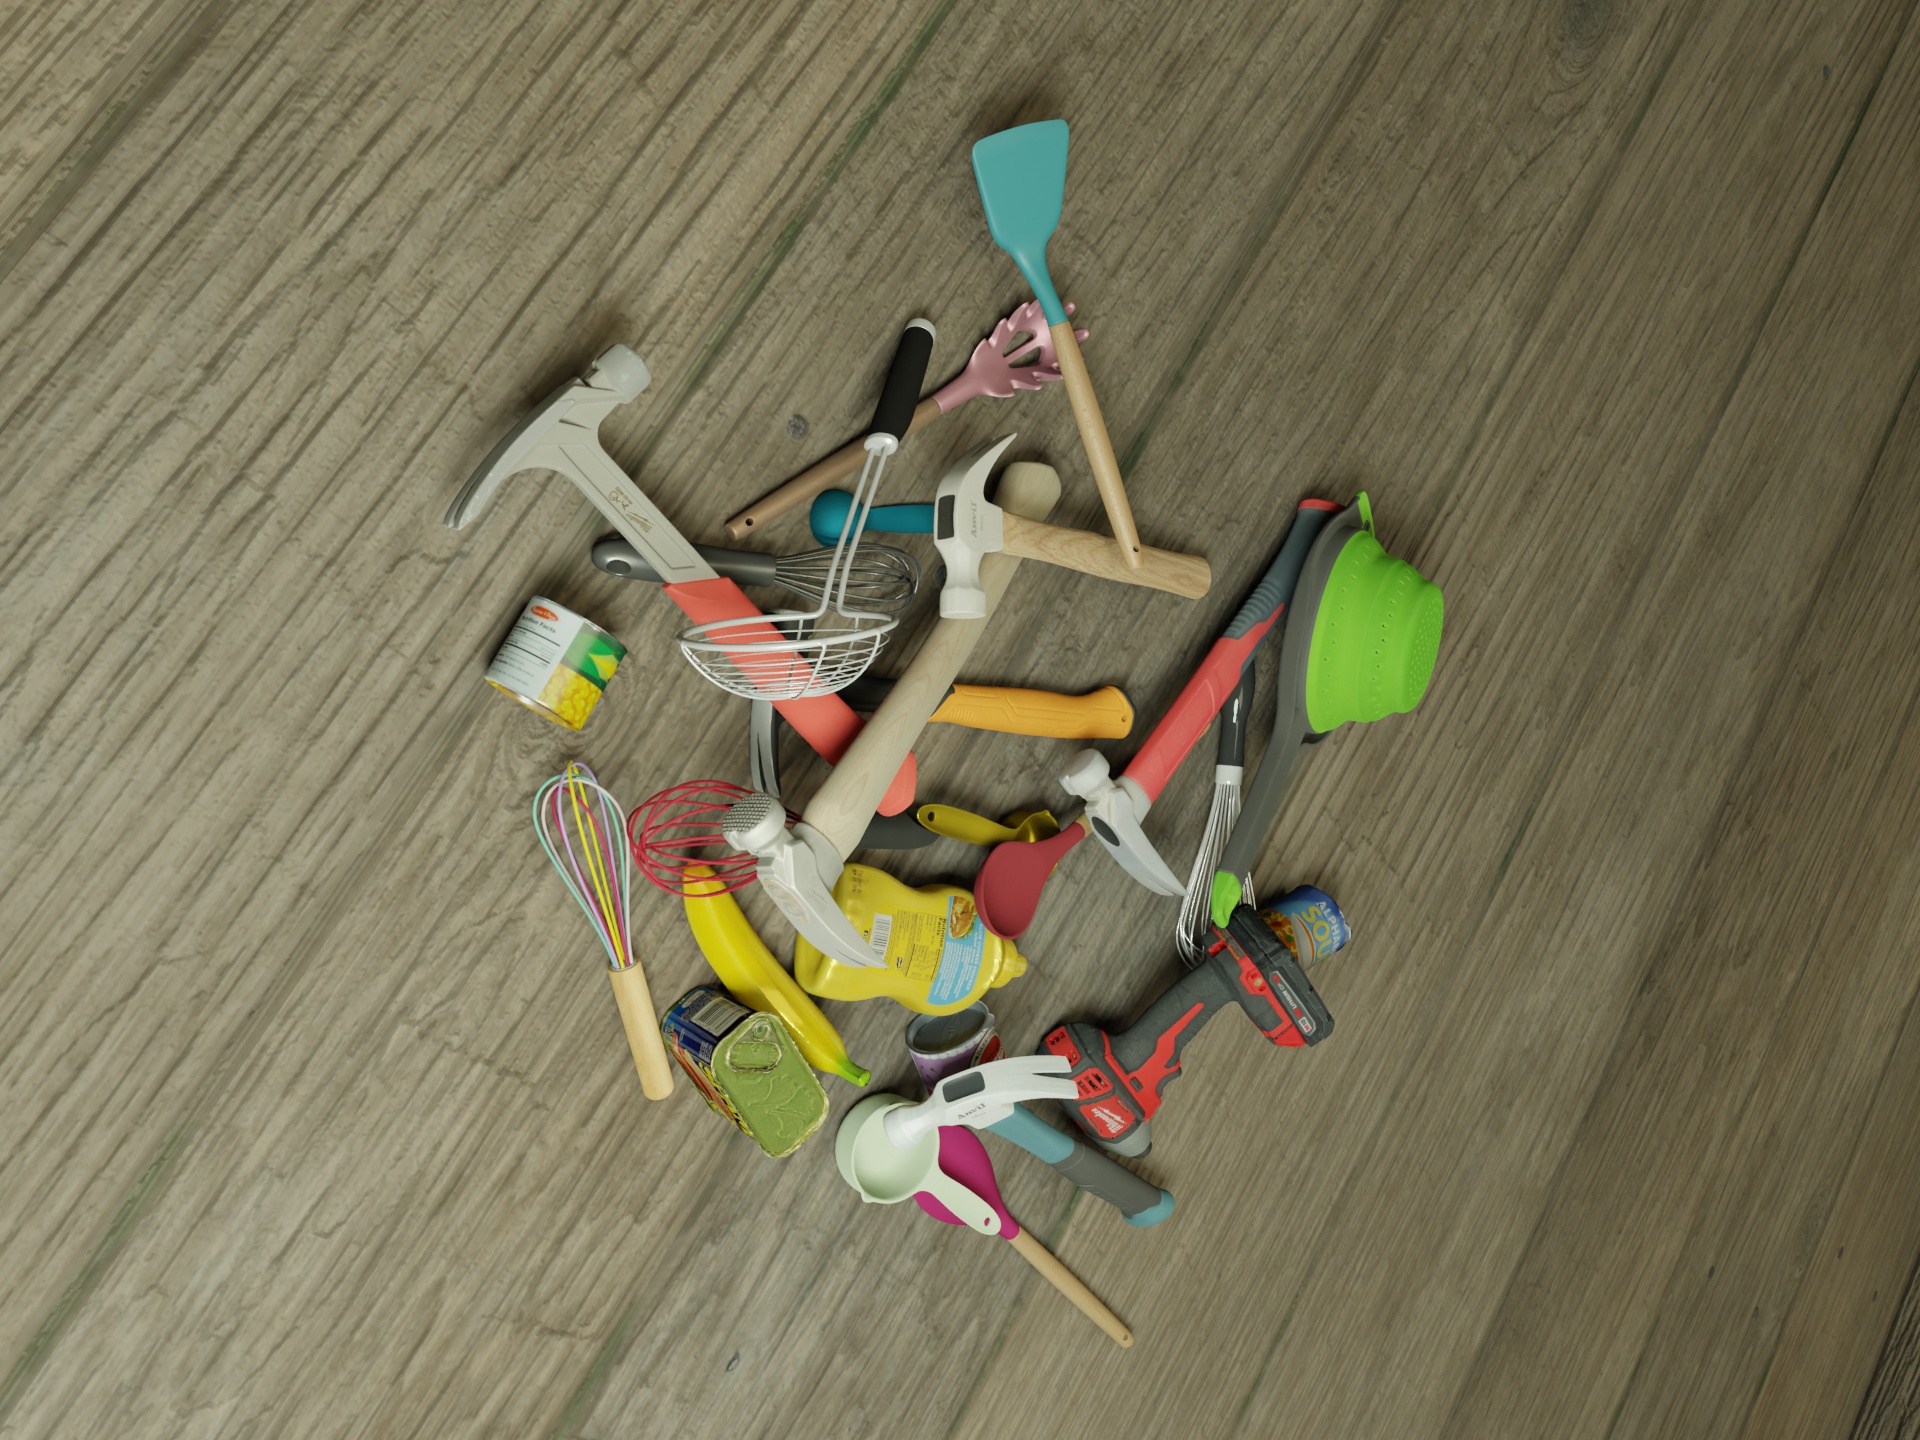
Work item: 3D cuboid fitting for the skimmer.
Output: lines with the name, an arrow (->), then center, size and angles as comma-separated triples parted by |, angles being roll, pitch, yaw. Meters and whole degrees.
skimmer -> -0.072, -0.152, 0.991 | 0.090, 0.127, 0.364 | 67, 29, -48

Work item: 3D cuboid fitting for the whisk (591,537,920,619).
whisk -> -0.130, -0.099, 1.058 | 0.238, 0.055, 0.055 | 3, 96, -32

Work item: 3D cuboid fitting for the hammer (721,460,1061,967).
hammer -> -0.016, -0.027, 1.083 | 0.146, 0.038, 0.411 | 56, 48, -32

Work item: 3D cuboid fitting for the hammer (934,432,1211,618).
hammer -> 0.093, -0.127, 1.176 | 0.331, 0.031, 0.130 | 4, 84, -52

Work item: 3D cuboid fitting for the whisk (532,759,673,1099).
whisk -> -0.223, 0.140, 1.023 | 0.051, 0.047, 0.244 | -24, 114, -33

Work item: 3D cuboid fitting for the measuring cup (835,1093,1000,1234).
measuring cup -> -0.030, 0.341, 1.197 | 0.167, 0.038, 0.083 | 46, 69, -31

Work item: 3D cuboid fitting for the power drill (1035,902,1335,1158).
power drill -> 0.181, 0.262, 1.286 | 0.219, 0.079, 0.143 | -35, 119, 0

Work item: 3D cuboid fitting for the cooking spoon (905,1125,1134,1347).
cooking spoon -> 0.056, 0.427, 1.289 | 0.069, 0.017, 0.318 | -51, 122, -19

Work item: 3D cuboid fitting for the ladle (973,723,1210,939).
ladle -> 0.108, 0.072, 1.242 | 0.315, 0.031, 0.069 | -35, 113, -39

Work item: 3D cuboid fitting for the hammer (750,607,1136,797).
hammer -> -0.002, -0.004, 1.171 | 0.336, 0.034, 0.127 | 4, 94, -37

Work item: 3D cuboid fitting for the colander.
colander -> 0.312, 0.000, 1.307 | 0.397, 0.094, 0.204 | -64, 150, -21

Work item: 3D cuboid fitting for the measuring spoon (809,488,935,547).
measuring spoon -> -0.046, -0.142, 1.123 | 0.128, 0.021, 0.042 | -6, 100, -35

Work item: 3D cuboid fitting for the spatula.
spatula -> 0.082, -0.260, 1.134 | 0.082, 0.044, 0.317 | -24, 101, -26

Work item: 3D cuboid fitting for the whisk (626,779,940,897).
whisk -> -0.106, 0.075, 1.061 | 0.295, 0.073, 0.073 | 2, 96, -53

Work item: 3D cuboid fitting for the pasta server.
pasta server -> -0.035, -0.209, 1.114 | 0.316, 0.040, 0.060 | -36, 105, -26

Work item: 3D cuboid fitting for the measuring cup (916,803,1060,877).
measuring cup -> 0.016, 0.084, 1.192 | 0.156, 0.029, 0.062 | 21, 81, -42

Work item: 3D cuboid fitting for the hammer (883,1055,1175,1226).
hammer -> 0.080, 0.334, 1.222 | 0.128, 0.033, 0.330 | -30, 139, 15

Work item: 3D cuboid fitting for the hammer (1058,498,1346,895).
hammer -> 0.226, -0.037, 1.296 | 0.143, 0.038, 0.386 | 51, 60, -21

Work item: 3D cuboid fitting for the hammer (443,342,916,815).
hammer -> -0.150, -0.055, 1.007 | 0.149, 0.037, 0.358 | -50, 122, -15

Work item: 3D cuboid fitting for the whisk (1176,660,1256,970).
whisk -> 0.224, 0.078, 1.343 | 0.070, 0.070, 0.284 | 7, 88, -37
